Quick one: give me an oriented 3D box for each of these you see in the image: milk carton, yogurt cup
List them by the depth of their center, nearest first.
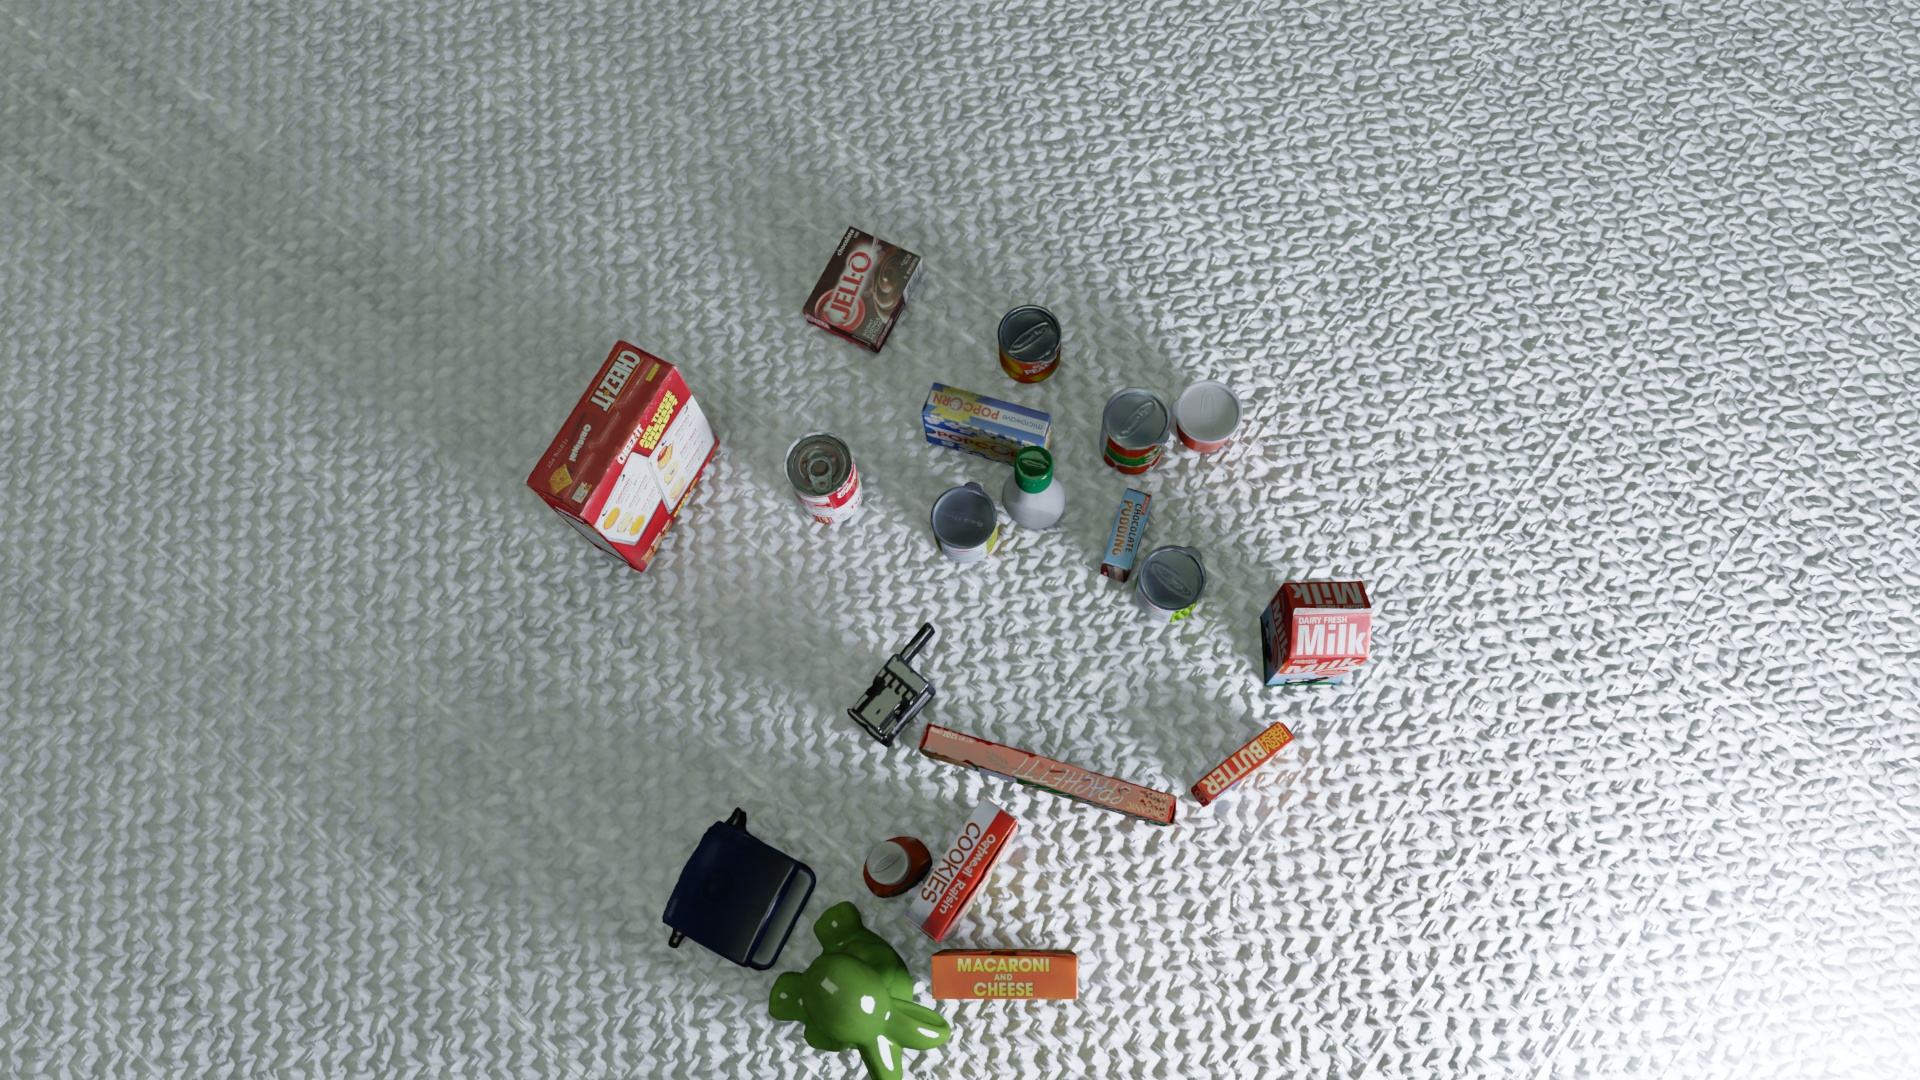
[{"bbox_3d":[0.328,0.084,1.287,0.072,0.190,0.073,-1,74,2],"label":"milk carton"},{"bbox_3d":[0.251,-0.124,1.422,0.072,0.054,0.072,-1,74,2],"label":"yogurt cup"}]

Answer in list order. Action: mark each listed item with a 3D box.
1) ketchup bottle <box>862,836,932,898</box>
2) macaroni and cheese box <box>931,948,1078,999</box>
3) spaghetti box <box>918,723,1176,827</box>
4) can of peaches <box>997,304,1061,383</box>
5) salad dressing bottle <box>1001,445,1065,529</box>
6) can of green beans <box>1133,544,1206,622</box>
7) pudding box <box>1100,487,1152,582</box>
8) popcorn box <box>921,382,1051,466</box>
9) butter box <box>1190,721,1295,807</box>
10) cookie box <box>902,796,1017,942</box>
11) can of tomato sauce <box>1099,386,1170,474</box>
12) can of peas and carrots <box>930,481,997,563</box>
[{"bbox_3d":[-0.061,0.296,1.263,0.065,0.148,0.043,-35,76,-7],"label":"ketchup bottle"},{"bbox_3d":[0.040,0.381,1.225,0.124,0.166,0.040,-1,74,2],"label":"macaroni and cheese box"},{"bbox_3d":[0.084,0.226,1.329,0.250,0.050,0.029,15,76,7],"label":"spaghetti box"},{"bbox_3d":[0.073,-0.202,1.450,0.071,0.058,0.071,-1,74,2],"label":"can of peaches"},{"bbox_3d":[0.072,-0.052,1.360,0.064,0.147,0.044,15,76,7],"label":"salad dressing bottle"},{"bbox_3d":[0.207,0.044,1.373,0.071,0.057,0.071,-1,74,2],"label":"can of green beans"},{"bbox_3d":[0.167,-0.005,1.393,0.030,0.049,0.084,18,75,7],"label":"pudding box"},{"bbox_3d":[0.028,-0.113,1.412,0.127,0.085,0.038,16,76,7],"label":"popcorn box"},{"bbox_3d":[0.268,0.213,1.323,0.103,0.053,0.024,-35,76,-7],"label":"butter box"},{"bbox_3d":[0.004,0.299,1.250,0.040,0.167,0.123,32,78,11],"label":"cookie box"},{"bbox_3d":[0.177,-0.109,1.405,0.071,0.083,0.071,-1,74,2],"label":"can of tomato sauce"},{"bbox_3d":[0.005,-0.018,1.399,0.071,0.058,0.071,-1,74,2],"label":"can of peas and carrots"}]
